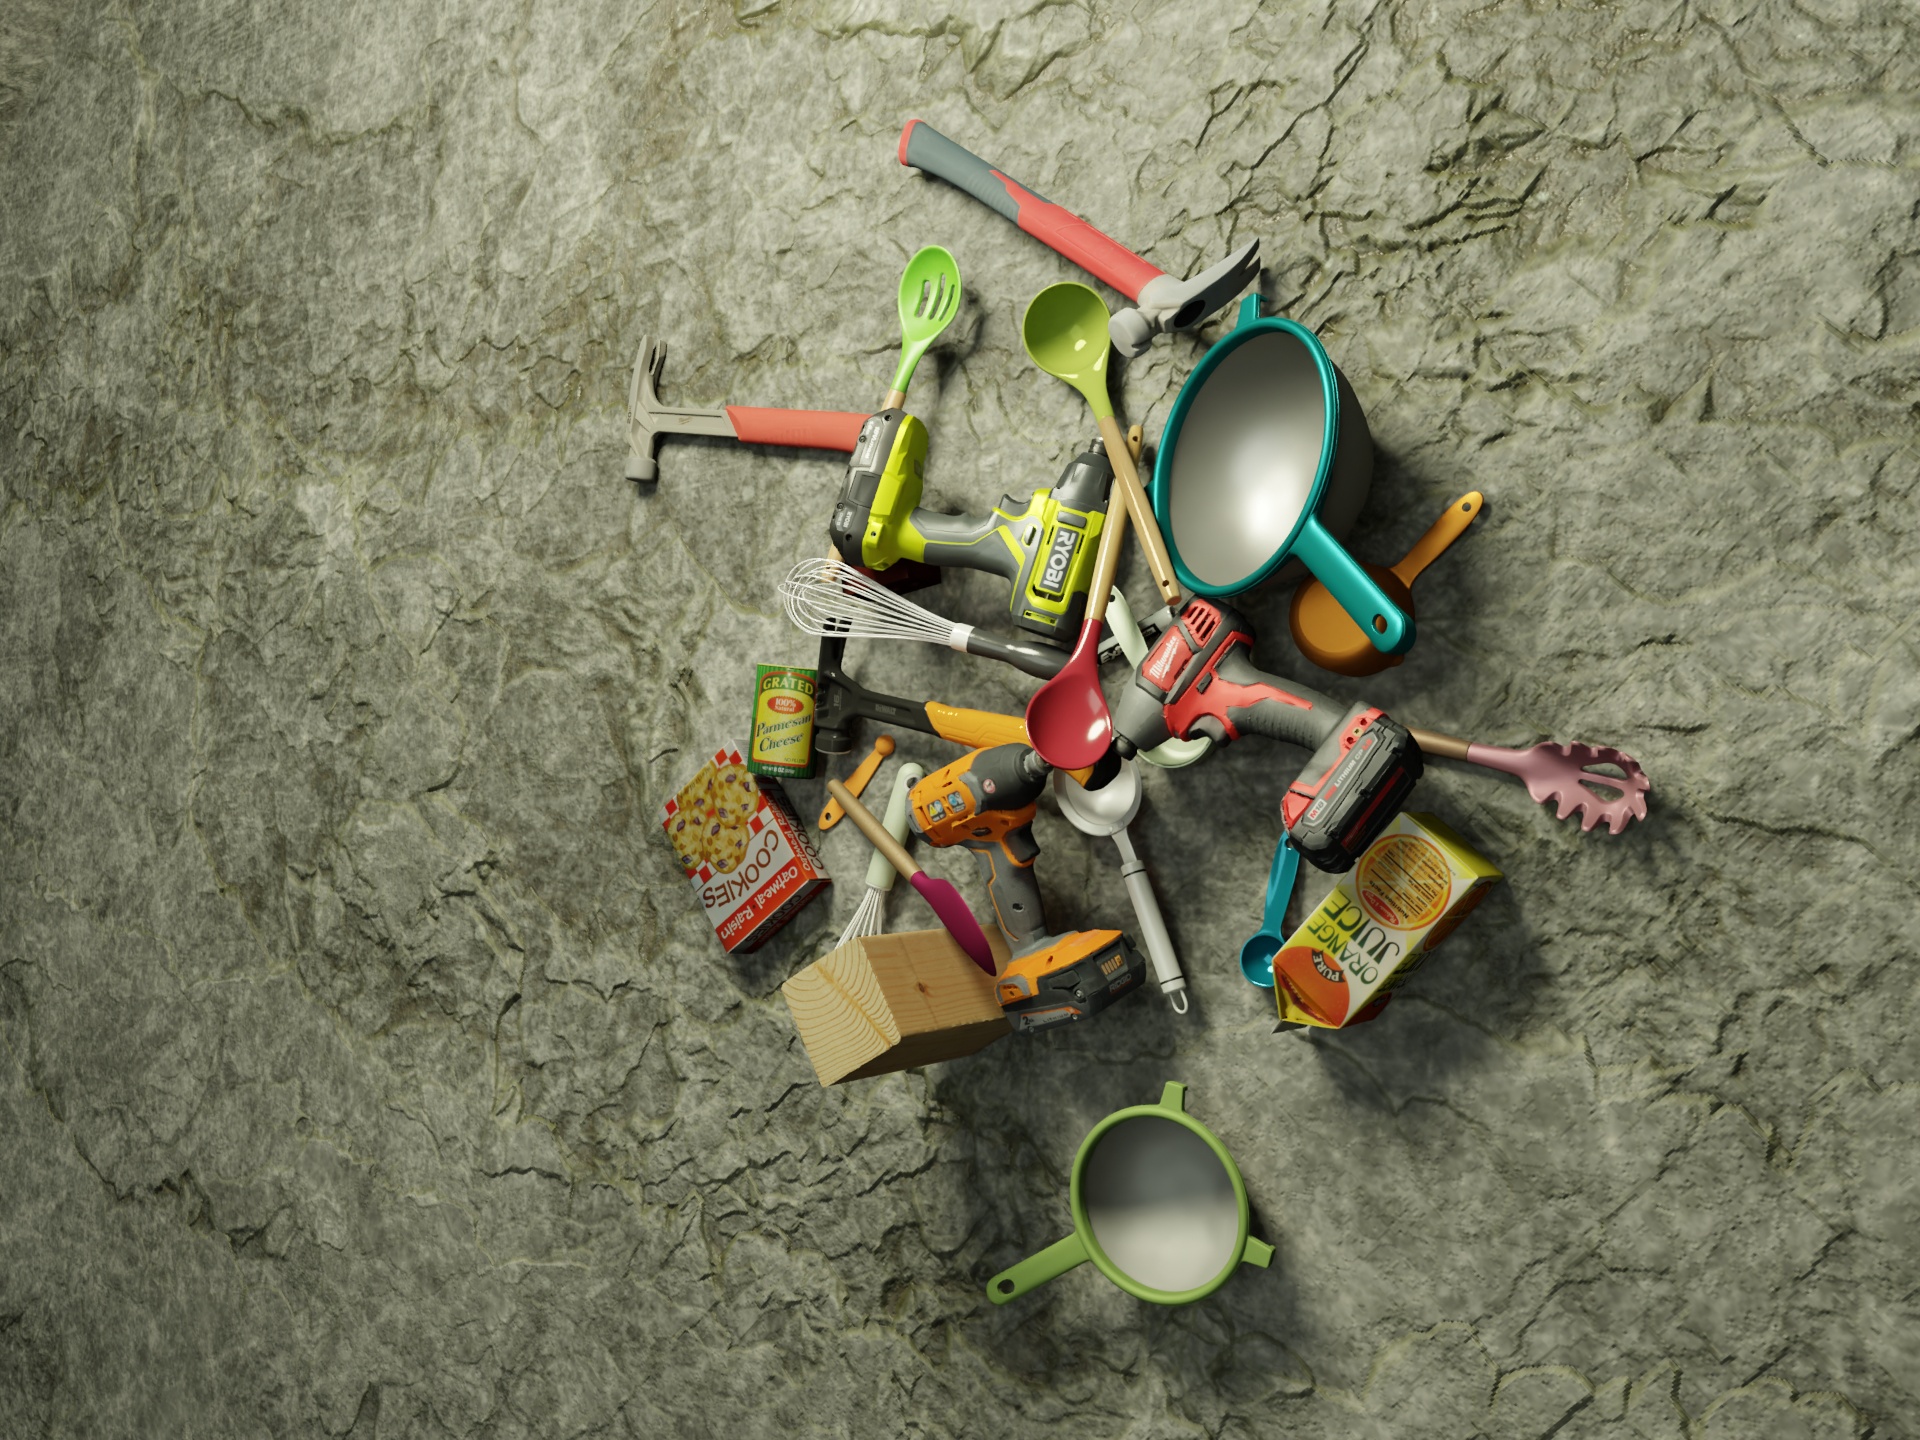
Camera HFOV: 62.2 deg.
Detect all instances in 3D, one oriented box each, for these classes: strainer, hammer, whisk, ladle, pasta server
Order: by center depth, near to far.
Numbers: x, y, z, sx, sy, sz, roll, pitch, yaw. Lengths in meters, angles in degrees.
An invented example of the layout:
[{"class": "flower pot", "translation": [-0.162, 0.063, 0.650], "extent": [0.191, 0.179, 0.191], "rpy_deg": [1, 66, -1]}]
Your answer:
[{"class": "strainer", "translation": [0.262, -0.150, 1.156], "extent": [0.211, 0.095, 0.341], "rpy_deg": [-63, 34, 30]}, {"class": "pasta server", "translation": [0.345, 0.018, 1.168], "extent": [0.316, 0.040, 0.060], "rpy_deg": [15, 107, 34]}, {"class": "ladle", "translation": [0.110, -0.101, 1.262], "extent": [0.069, 0.031, 0.316], "rpy_deg": [16, 68, -5]}, {"class": "strainer", "translation": [0.129, 0.402, 1.267], "extent": [0.256, 0.069, 0.152], "rpy_deg": [-38, 70, 27]}, {"class": "ladle", "translation": [0.120, -0.227, 1.280], "extent": [0.078, 0.062, 0.320], "rpy_deg": [-28, 57, 20]}, {"class": "strainer", "translation": [0.138, 0.113, 1.291], "extent": [0.087, 0.050, 0.259], "rpy_deg": [-30, 71, 38]}, {"class": "hammer", "translation": [0.081, -0.437, 1.357], "extent": [0.143, 0.038, 0.387], "rpy_deg": [-35, 53, -14]}, {"class": "hammer", "translation": [-0.002, -0.004, 1.360], "extent": [0.337, 0.034, 0.127], "rpy_deg": [14, 105, 41]}, {"class": "whisk", "translation": [-0.027, -0.080, 1.363], "extent": [0.285, 0.070, 0.070], "rpy_deg": [17, 97, 16]}, {"class": "whisk", "translation": [-0.076, 0.156, 1.437], "extent": [0.059, 0.057, 0.246], "rpy_deg": [23, 96, 69]}, {"class": "hammer", "translation": [-0.189, -0.295, 1.545], "extent": [0.359, 0.036, 0.149], "rpy_deg": [10, 93, 34]}]

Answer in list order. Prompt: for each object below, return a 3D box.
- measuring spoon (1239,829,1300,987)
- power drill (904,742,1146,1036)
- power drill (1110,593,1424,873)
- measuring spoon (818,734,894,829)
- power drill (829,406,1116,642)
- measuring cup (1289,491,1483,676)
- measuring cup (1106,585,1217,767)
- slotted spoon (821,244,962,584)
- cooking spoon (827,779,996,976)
[{"class": "measuring spoon", "translation": [0.250, 0.145, 1.239], "extent": [0.042, 0.021, 0.128], "rpy_deg": [10, 83, 34]}, {"class": "power drill", "translation": [0.057, 0.128, 1.277], "extent": [0.164, 0.084, 0.226], "rpy_deg": [-31, 85, 51]}, {"class": "power drill", "translation": [0.218, 0.011, 1.185], "extent": [0.220, 0.078, 0.143], "rpy_deg": [38, 91, 32]}, {"class": "measuring spoon", "translation": [-0.099, 0.058, 1.476], "extent": [0.021, 0.011, 0.117], "rpy_deg": [49, 112, 26]}, {"class": "power drill", "translation": [0.017, -0.178, 1.347], "extent": [0.223, 0.080, 0.171], "rpy_deg": [18, 90, 12]}, {"class": "measuring cup", "translation": [0.318, -0.107, 1.184], "extent": [0.173, 0.052, 0.095], "rpy_deg": [-49, 63, 23]}, {"class": "measuring cup", "translation": [0.157, -0.038, 1.292], "extent": [0.083, 0.038, 0.168], "rpy_deg": [-31, 71, 21]}, {"class": "slotted spoon", "translation": [-0.066, -0.270, 1.423], "extent": [0.070, 0.031, 0.314], "rpy_deg": [22, 93, 33]}, {"class": "cooking spoon", "translation": [-0.047, 0.123, 1.350], "extent": [0.319, 0.017, 0.068], "rpy_deg": [41, 152, 54]}]
